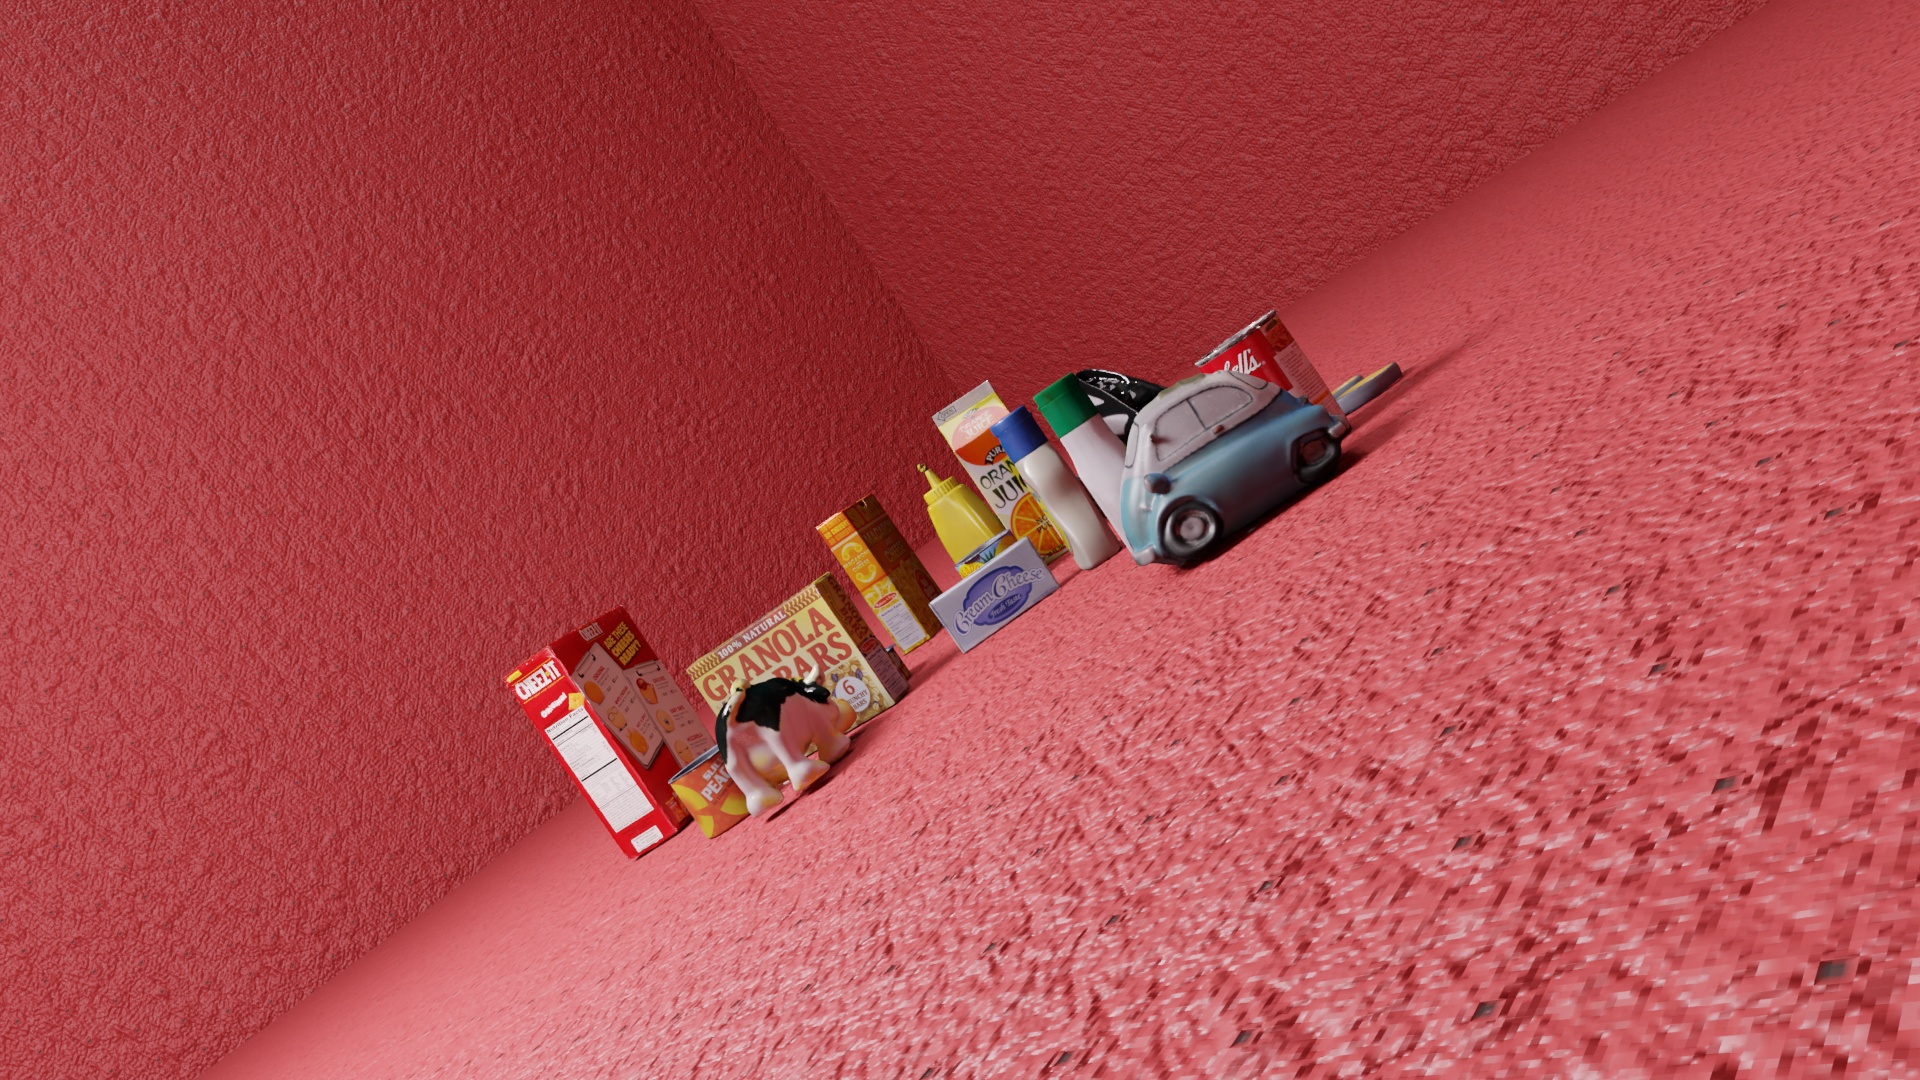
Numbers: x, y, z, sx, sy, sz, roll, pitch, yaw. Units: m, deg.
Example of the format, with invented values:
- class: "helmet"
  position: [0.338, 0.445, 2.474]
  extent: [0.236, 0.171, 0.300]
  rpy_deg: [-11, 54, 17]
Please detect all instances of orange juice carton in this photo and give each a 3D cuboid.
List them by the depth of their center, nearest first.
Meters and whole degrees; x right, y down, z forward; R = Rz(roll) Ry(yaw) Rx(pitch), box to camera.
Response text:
- class: "orange juice carton"
  position: [0.053, -0.068, 1.440]
  extent: [0.072, 0.192, 0.073]
  rpy_deg: [-34, 2, 4]

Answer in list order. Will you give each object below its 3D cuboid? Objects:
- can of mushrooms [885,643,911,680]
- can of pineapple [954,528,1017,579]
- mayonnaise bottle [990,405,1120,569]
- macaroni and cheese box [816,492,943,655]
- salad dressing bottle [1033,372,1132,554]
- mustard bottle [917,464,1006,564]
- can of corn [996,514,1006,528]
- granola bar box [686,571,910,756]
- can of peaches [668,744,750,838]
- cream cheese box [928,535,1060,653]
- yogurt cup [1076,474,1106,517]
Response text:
- class: "can of mushrooms"
  position: [-0.079, 0.128, 1.283]
  extent: [0.071, 0.033, 0.071]
  rpy_deg: [-34, 3, 2]
- class: "can of pineapple"
  position: [0.036, 0.031, 1.351]
  extent: [0.071, 0.058, 0.071]
  rpy_deg: [-34, 3, 2]
- class: "mayonnaise bottle"
  position: [0.080, -0.045, 1.188]
  extent: [0.041, 0.148, 0.065]
  rpy_deg: [-34, 2, 0]
- class: "macaroni and cheese box"
  position: [-0.079, 0.033, 1.525]
  extent: [0.040, 0.166, 0.124]
  rpy_deg: [-34, 3, 16]
- class: "salad dressing bottle"
  position: [0.111, -0.058, 1.056]
  extent: [0.044, 0.147, 0.064]
  rpy_deg: [-34, 2, 11]
- class: "mustard bottle"
  position: [0.005, -0.019, 1.484]
  extent: [0.065, 0.160, 0.049]
  rpy_deg: [-33, 3, 28]
- class: "can of corn"
  position: [0.070, -0.012, 1.673]
  extent: [0.071, 0.058, 0.071]
  rpy_deg: [-34, 3, 2]
- class: "granola bar box"
  position: [-0.142, 0.120, 1.212]
  extent: [0.165, 0.124, 0.039]
  rpy_deg: [-33, 3, 27]
- class: "can of peaches"
  position: [-0.193, 0.200, 1.129]
  extent: [0.071, 0.058, 0.071]
  rpy_deg: [-34, 3, 2]
- class: "cream cheese box"
  position: [0.030, 0.047, 1.195]
  extent: [0.104, 0.053, 0.024]
  rpy_deg: [-35, 2, -4]
- class: "yogurt cup"
  position: [0.160, -0.061, 1.497]
  extent: [0.072, 0.054, 0.072]
  rpy_deg: [-34, 3, 2]
